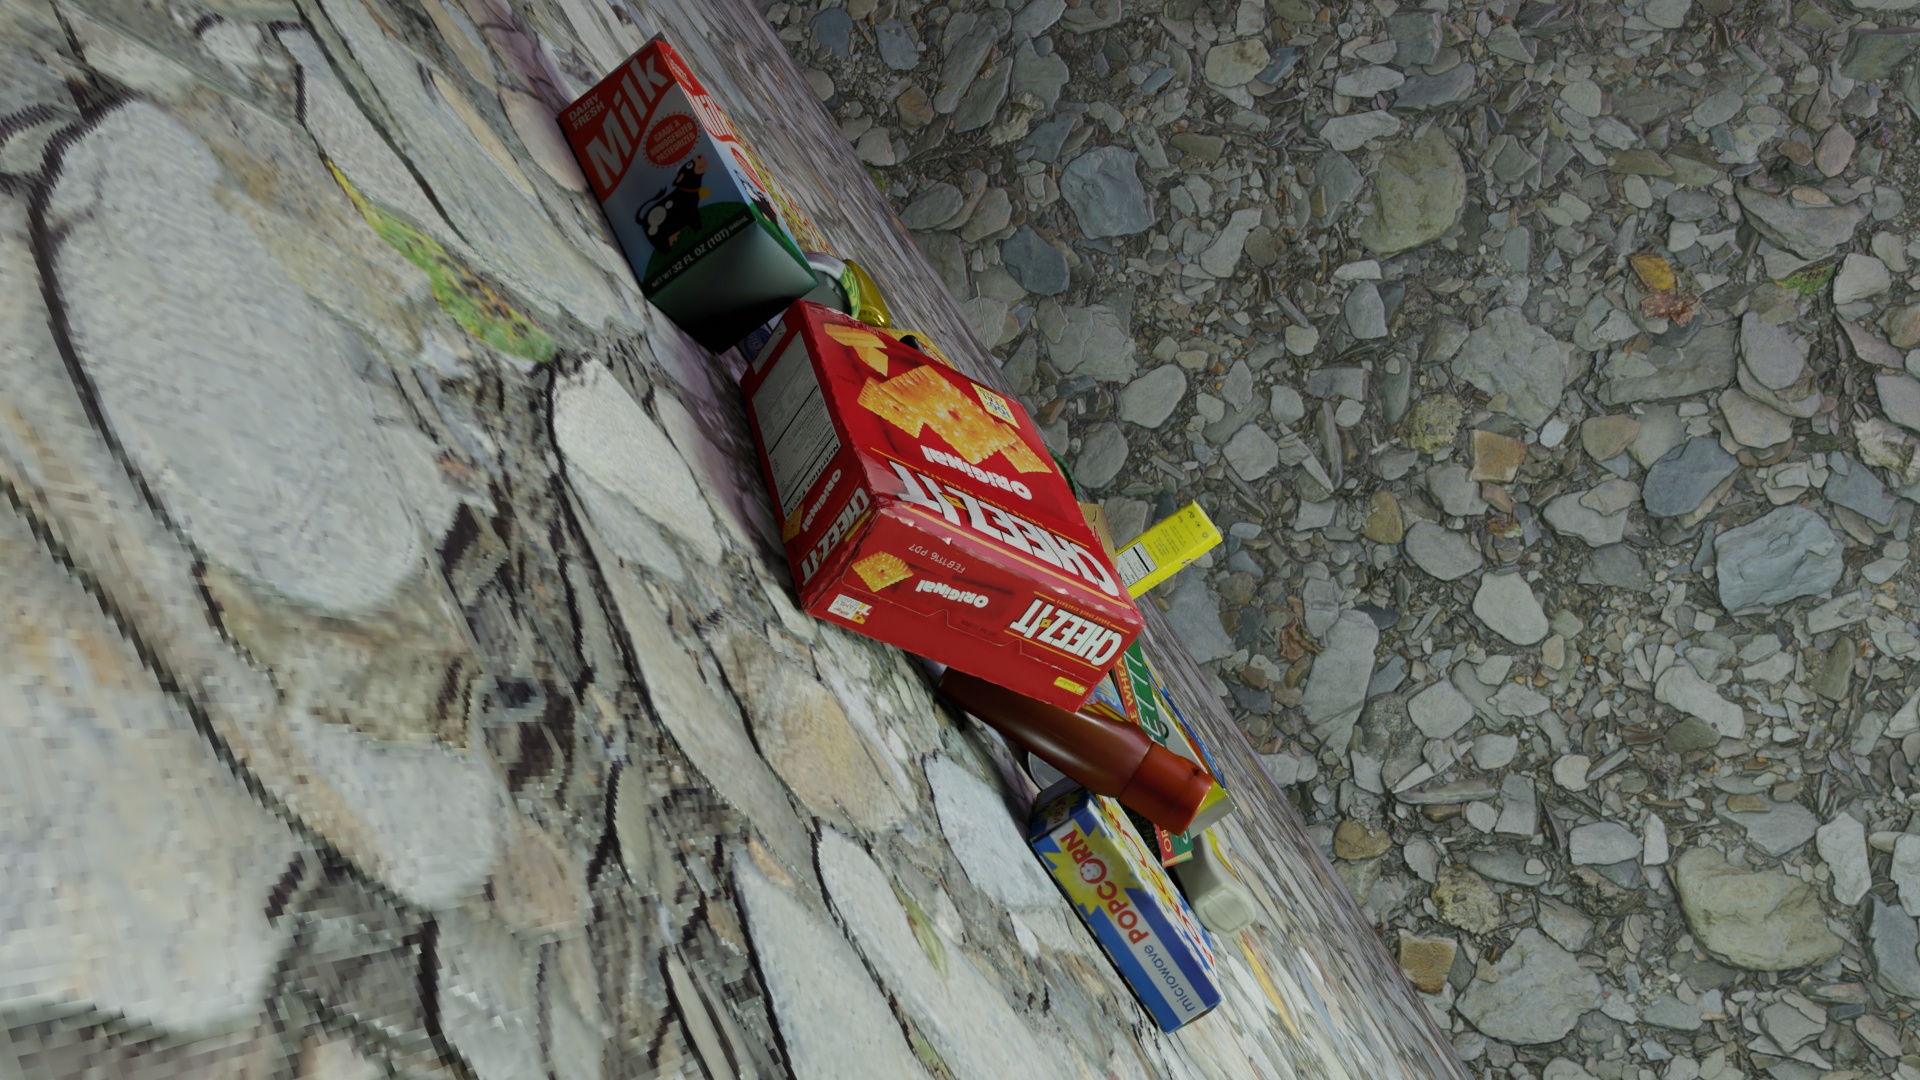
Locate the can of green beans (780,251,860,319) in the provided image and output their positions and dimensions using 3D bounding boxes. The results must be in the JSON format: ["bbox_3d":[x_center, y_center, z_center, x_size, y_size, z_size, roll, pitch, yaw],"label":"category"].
[{"bbox_3d":[-0.102,-0.162,0.954,0.071,0.071,0.058,53,9,-15],"label":"can of green beans"}]

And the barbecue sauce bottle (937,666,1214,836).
[{"bbox_3d":[0.061,0.102,0.737,0.149,0.043,0.065,32,8,11],"label":"barbecue sauce bottle"}]

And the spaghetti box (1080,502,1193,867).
[{"bbox_3d":[0.105,0.097,0.942,0.050,0.028,0.250,3,70,-56],"label":"spaghetti box"}]

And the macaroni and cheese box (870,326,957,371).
[{"bbox_3d":[-0.032,-0.113,1.093,0.124,0.040,0.167,48,17,9],"label":"macaroni and cheese box"}]

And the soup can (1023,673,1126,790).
[{"bbox_3d":[0.067,0.108,0.852,0.071,0.071,0.084,52,8,-21],"label":"soup can"}]

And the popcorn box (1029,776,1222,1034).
[{"bbox_3d":[0.089,0.192,0.754,0.126,0.038,0.085,55,9,-2],"label":"popcorn box"}]

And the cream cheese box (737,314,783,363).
[{"bbox_3d":[-0.110,-0.116,0.876,0.053,0.024,0.104,55,8,2],"label":"cream cheese box"}]

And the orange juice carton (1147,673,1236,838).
[{"bbox_3d":[0.120,0.137,1.019,0.192,0.072,0.073,55,8,0],"label":"orange juice carton"}]

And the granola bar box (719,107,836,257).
[{"bbox_3d":[-0.156,-0.265,1.146,0.165,0.039,0.125,49,10,-37],"label":"granola bar box"}]

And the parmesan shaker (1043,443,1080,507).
[{"bbox_3d":[0.023,-0.017,0.894,0.071,0.102,0.071,16,59,-28],"label":"parmesan shaker"}]

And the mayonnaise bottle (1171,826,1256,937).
[{"bbox_3d":[0.179,0.235,1.080,0.064,0.041,0.149,48,12,-33],"label":"mayonnaise bottle"}]

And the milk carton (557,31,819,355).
[{"bbox_3d":[-0.159,-0.204,0.774,0.191,0.072,0.073,59,9,27],"label":"milk carton"}]

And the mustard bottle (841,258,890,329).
[{"bbox_3d":[-0.091,-0.194,1.203,0.065,0.049,0.161,52,10,-28],"label":"mustard bottle"}]
